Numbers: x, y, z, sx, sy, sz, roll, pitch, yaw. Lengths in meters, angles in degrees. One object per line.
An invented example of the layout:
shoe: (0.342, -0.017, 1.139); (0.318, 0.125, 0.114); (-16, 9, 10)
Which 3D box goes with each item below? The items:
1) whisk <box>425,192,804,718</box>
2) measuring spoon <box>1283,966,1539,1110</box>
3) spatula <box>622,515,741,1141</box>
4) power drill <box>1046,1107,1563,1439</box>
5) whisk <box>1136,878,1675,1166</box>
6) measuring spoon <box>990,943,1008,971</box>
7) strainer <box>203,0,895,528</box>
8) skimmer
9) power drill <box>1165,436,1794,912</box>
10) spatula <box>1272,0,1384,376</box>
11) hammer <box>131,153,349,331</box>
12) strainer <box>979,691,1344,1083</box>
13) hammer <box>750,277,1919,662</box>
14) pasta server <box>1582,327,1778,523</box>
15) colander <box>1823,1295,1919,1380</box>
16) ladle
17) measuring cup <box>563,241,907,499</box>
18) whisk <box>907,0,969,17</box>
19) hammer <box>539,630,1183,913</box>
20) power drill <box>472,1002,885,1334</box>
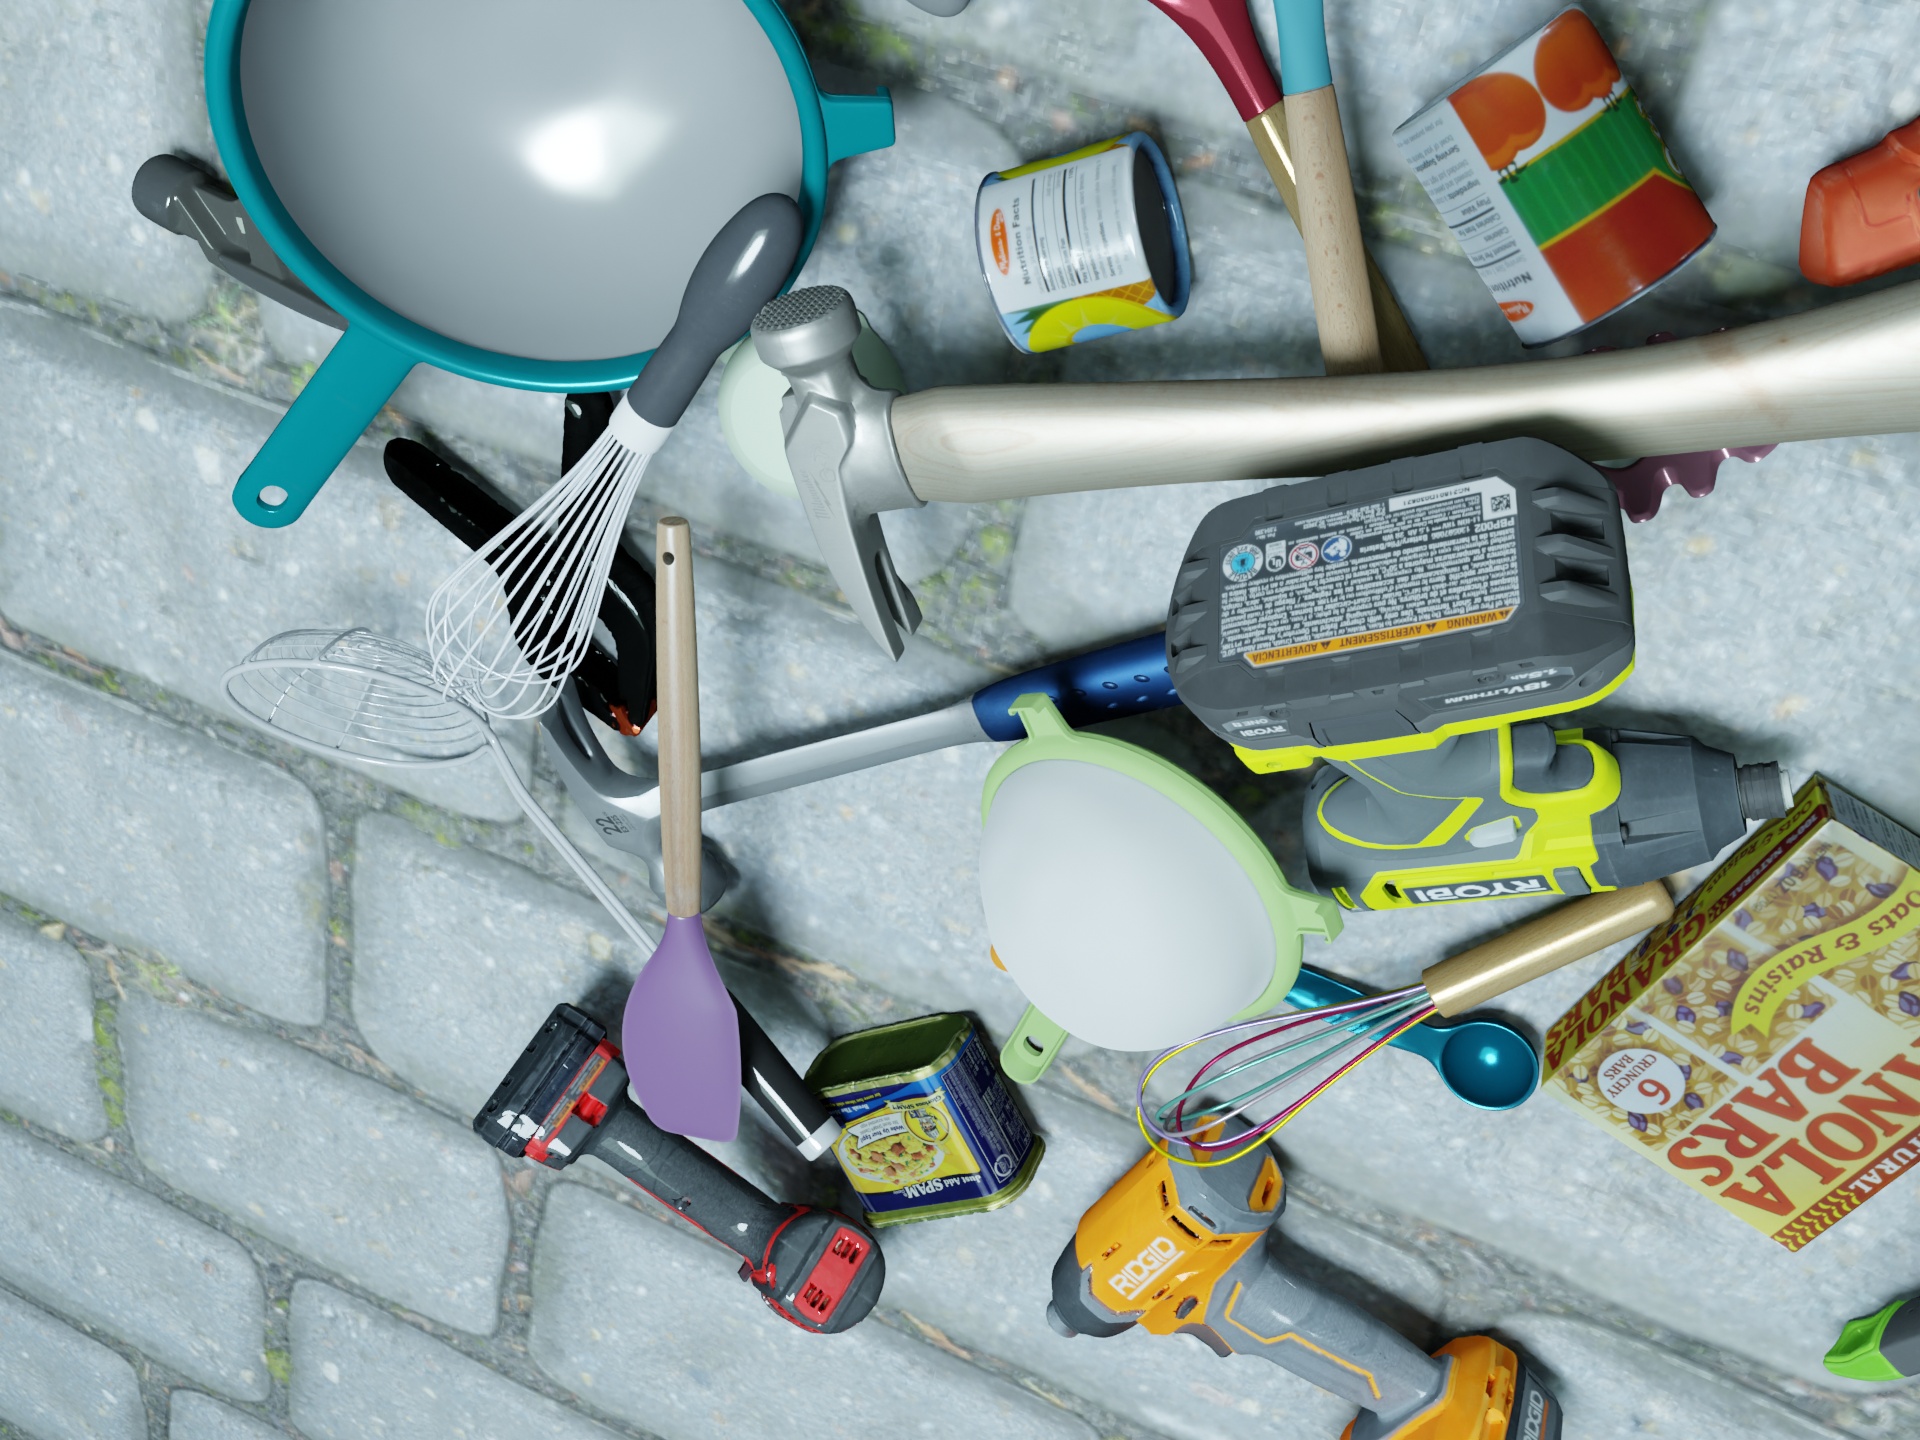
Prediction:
whisk: (-0.142, -0.097, 0.634); (0.070, 0.070, 0.284); (42, 124, -3)
measuring spoon: (0.192, 0.130, 0.702); (0.129, 0.021, 0.042); (21, 115, 22)
spatula: (-0.125, 0.061, 0.702); (0.060, 0.018, 0.315); (9, 117, 10)
power drill: (0.153, 0.309, 0.776); (0.226, 0.084, 0.164); (39, 125, 4)
whisk: (0.181, 0.128, 0.670); (0.245, 0.047, 0.051); (-30, 137, 21)
measuring spoon: (0.034, 0.074, 0.736); (0.021, 0.011, 0.116); (23, 123, 10)
strainer: (-0.196, -0.199, 0.620); (0.210, 0.095, 0.340); (27, 133, -33)
skimmer: (-0.207, 0.092, 0.776); (0.363, 0.090, 0.127); (48, 153, 4)
power drill: (0.179, 0.002, 0.541); (0.171, 0.080, 0.223); (-10, 151, 29)
spatula: (0.118, -0.182, 0.525); (0.082, 0.044, 0.317); (-15, 112, 1)
hammer: (-0.249, -0.332, 0.621); (0.149, 0.037, 0.358); (28, 124, 7)
strainer: (0.044, 0.112, 0.678); (0.151, 0.069, 0.256); (36, 143, 12)
hammer: (0.132, -0.089, 0.519); (0.411, 0.038, 0.146); (0, 129, 25)
pasta server: (0.330, -0.127, 0.487); (0.316, 0.040, 0.060); (-15, 99, 28)
colander: (0.418, 0.140, 0.543); (0.094, 0.204, 0.396); (50, 145, 16)
ladle: (0.119, -0.188, 0.550); (0.069, 0.031, 0.315); (-27, 106, 21)
measuring cup: (-0.102, -0.150, 0.655); (0.167, 0.038, 0.083); (30, 124, 3)
whisk: (-0.086, -0.333, 0.549); (0.239, 0.055, 0.055); (41, 125, -8)
hammer: (-0.001, -0.002, 0.680); (0.405, 0.035, 0.143); (-15, 130, 26)
power drill: (-0.145, 0.246, 0.849); (0.219, 0.078, 0.143); (35, 160, -1)
